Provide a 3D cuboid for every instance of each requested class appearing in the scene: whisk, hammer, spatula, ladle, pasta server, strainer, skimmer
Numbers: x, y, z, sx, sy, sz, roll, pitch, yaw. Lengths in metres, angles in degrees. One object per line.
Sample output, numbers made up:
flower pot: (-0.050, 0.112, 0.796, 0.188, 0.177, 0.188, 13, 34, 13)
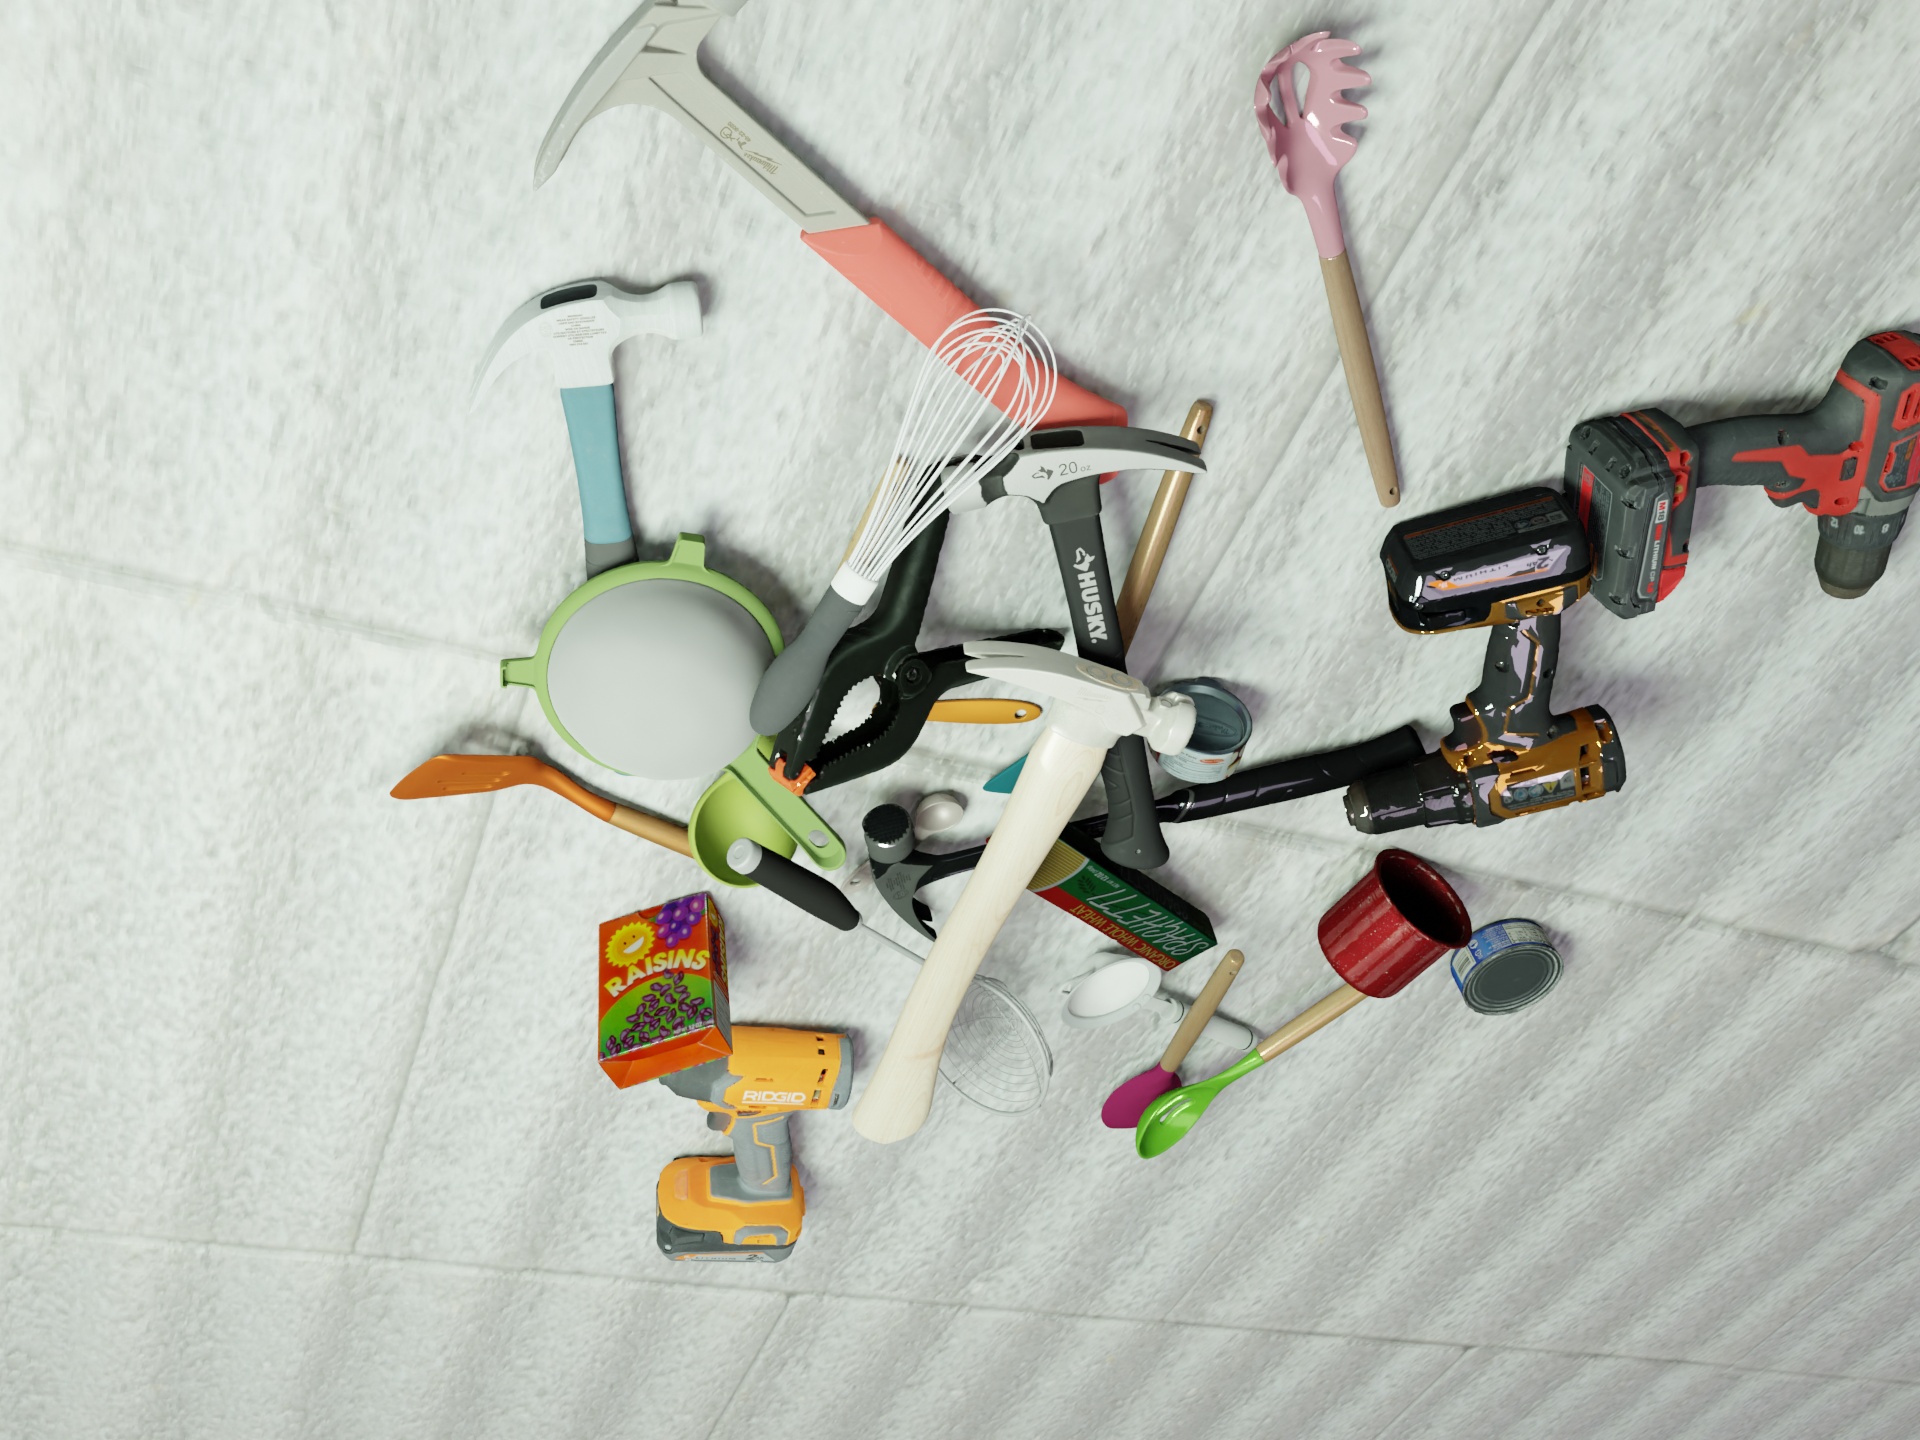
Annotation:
whisk: (-0.041, -0.101, 0.871, 0.070, 0.070, 0.284, 24, 113, -28)
hammer: (0.138, 0.070, 1.134, 0.409, 0.036, 0.149, -13, 143, -3)
spatula: (-0.218, 0.079, 1.075, 0.322, 0.041, 0.081, 26, 144, -31)
hammer: (0.001, 0.130, 1.047, 0.146, 0.038, 0.410, 17, 121, -14)
ladle: (-0.095, -0.023, 1.006, 0.078, 0.062, 0.320, 9, 125, -30)
pasta server: (0.219, -0.239, 0.898, 0.060, 0.040, 0.315, -29, 131, -1)
strainer: (0.163, 0.231, 1.281, 0.258, 0.050, 0.087, 27, 117, -36)
spatula: (0.099, -0.064, 1.030, 0.082, 0.044, 0.317, 3, 124, -23)
hammer: (-0.044, -0.233, 0.851, 0.149, 0.037, 0.358, -41, 125, 22)
hammer: (0.095, -0.033, 0.988, 0.146, 0.035, 0.334, -11, 128, 6)
skimmer: (-0.053, 0.191, 1.135, 0.127, 0.090, 0.362, 5, 156, 38)
hammer: (-0.204, -0.098, 0.934, 0.128, 0.033, 0.330, -5, 130, -8)
strainer: (-0.146, 0.021, 0.962, 0.151, 0.069, 0.256, -33, 122, 10)

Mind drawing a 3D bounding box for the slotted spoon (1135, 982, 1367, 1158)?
slotted spoon: (0.270, 0.262, 1.314, 0.314, 0.031, 0.070, -36, 140, 7)

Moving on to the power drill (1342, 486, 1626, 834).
power drill: (0.333, -0.024, 1.052, 0.185, 0.084, 0.226, -15, 122, 9)

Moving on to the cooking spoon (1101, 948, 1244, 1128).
cooking spoon: (0.175, 0.267, 1.286, 0.068, 0.017, 0.318, -1, 143, -13)

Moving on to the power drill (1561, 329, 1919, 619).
power drill: (0.509, -0.137, 1.020, 0.226, 0.080, 0.187, -15, 131, -2)

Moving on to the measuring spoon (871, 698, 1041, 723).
measuring spoon: (-0.002, -0.003, 1.068, 0.117, 0.011, 0.021, 0, 130, -12)

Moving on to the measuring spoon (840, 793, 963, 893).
measuring spoon: (-0.046, 0.087, 1.137, 0.034, 0.018, 0.124, 24, 129, -38)

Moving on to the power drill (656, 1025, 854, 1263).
power drill: (-0.186, 0.334, 1.273, 0.164, 0.084, 0.226, 7, 124, -16)
